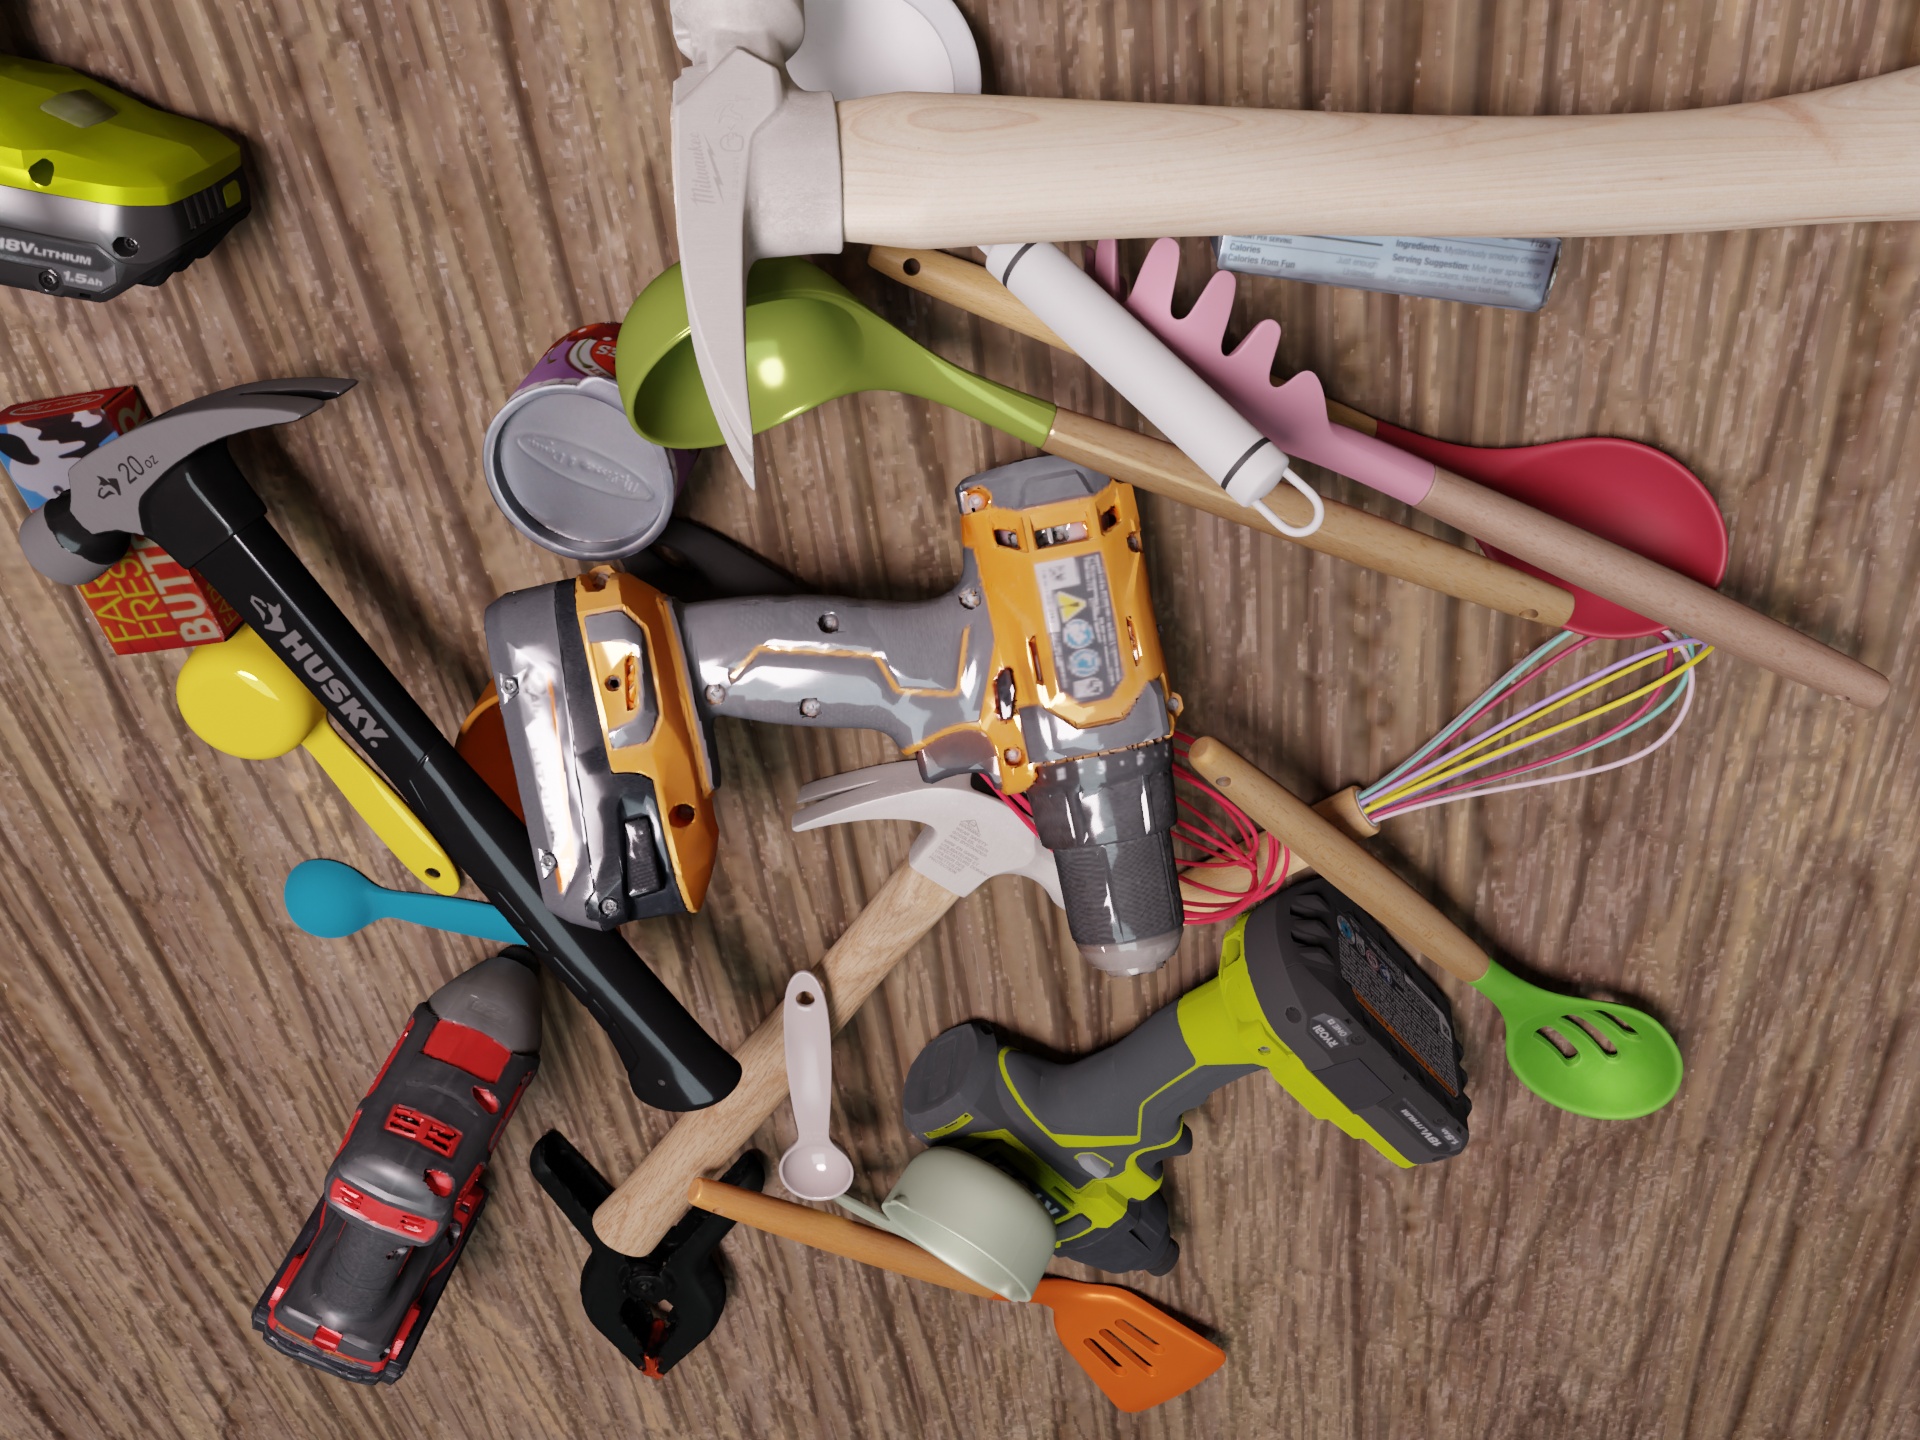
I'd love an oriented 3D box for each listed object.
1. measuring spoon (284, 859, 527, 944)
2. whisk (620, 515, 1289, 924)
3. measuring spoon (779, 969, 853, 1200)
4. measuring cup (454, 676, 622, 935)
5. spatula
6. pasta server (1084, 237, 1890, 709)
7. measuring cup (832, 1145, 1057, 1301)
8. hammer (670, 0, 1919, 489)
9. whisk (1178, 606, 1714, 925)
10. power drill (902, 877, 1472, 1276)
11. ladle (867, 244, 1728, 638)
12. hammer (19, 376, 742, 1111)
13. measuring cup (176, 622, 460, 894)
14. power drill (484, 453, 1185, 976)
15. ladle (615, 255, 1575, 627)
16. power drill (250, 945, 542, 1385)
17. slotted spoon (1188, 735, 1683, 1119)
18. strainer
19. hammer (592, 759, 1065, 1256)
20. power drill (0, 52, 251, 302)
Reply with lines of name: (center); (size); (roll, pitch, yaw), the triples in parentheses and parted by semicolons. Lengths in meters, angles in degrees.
measuring spoon: (-0.249, 0.093, 0.730); (0.128, 0.021, 0.042); (10, 126, 0)
whisk: (-0.001, -0.002, 0.621); (0.295, 0.073, 0.073); (29, 123, -7)
measuring spoon: (-0.066, 0.162, 0.716); (0.034, 0.018, 0.124); (0, 114, 2)
measuring cup: (-0.153, 0.042, 0.668); (0.095, 0.052, 0.173); (2, 127, 4)
spatula: (-0.001, 0.292, 0.816); (0.322, 0.041, 0.081); (28, 124, -30)
pasta server: (0.178, -0.074, 0.523); (0.316, 0.060, 0.040); (22, 89, -11)
measuring cup: (-0.019, 0.220, 0.738); (0.083, 0.038, 0.168); (46, 155, -24)
hammer: (0.127, -0.146, 0.448); (0.410, 0.146, 0.038); (-3, 166, -6)
whisk: (0.178, 0.025, 0.630); (0.245, 0.047, 0.051); (-31, 118, 28)
power drill: (0.108, 0.176, 0.726); (0.223, 0.080, 0.171); (-33, 116, 29)
ladle: (0.117, -0.105, 0.551); (0.315, 0.031, 0.069); (20, 108, -6)
hammer: (-0.192, 0.024, 0.603); (0.146, 0.035, 0.334); (-26, 111, 28)
measuring cup: (-0.270, 0.027, 0.680); (0.062, 0.029, 0.156); (-23, 118, 20)
power drill: (-0.033, 0.015, 0.558); (0.226, 0.084, 0.185); (-12, 93, -4)
ladle: (0.050, -0.074, 0.503); (0.320, 0.062, 0.078); (18, 154, -9)
power drill: (-0.256, 0.208, 0.749); (0.078, 0.143, 0.219); (27, 130, -8)
slotted spoon: (0.199, 0.089, 0.654); (0.313, 0.031, 0.070); (35, 130, -29)
strainer: (0.011, -0.143, 0.476); (0.087, 0.050, 0.258); (-45, 79, 0)
hammer: (-0.078, 0.142, 0.728); (0.130, 0.031, 0.331); (33, 116, -15)
power drill: (-0.273, -0.248, 0.458); (0.190, 0.080, 0.228); (11, 123, -2)
